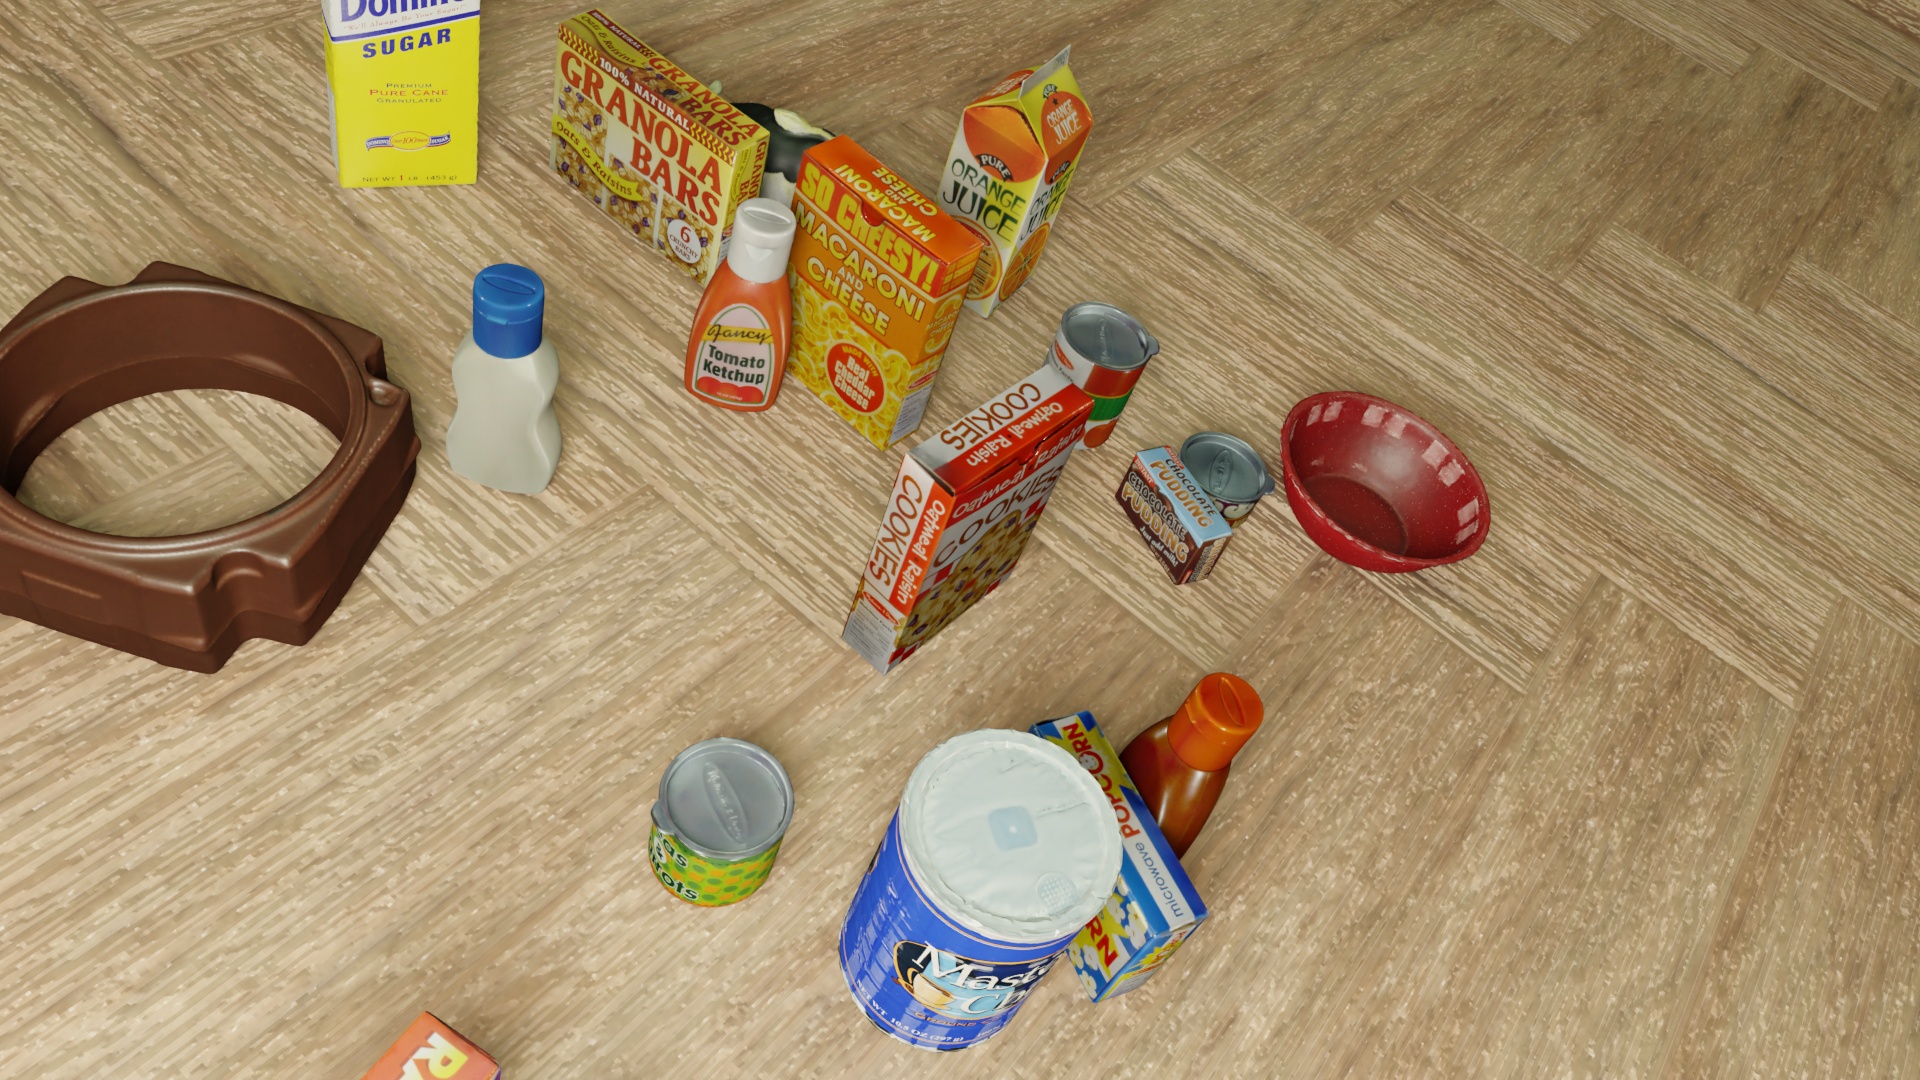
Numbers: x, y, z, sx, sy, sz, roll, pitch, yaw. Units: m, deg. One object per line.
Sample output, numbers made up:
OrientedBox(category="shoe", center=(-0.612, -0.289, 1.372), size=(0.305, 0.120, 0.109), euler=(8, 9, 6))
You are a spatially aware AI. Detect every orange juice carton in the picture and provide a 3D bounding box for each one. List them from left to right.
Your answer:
OrientedBox(category="orange juice carton", center=(0.034, -0.263, 1.005), size=(0.073, 0.191, 0.072), euler=(34, 48, 10))

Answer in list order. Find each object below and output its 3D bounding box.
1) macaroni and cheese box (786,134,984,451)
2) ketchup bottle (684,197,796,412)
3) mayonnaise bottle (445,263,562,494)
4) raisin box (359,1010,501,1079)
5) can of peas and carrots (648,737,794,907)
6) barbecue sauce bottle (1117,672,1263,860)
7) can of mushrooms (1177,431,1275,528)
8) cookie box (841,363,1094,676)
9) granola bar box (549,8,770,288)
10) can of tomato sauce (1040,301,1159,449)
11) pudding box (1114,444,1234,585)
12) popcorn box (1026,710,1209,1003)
OrientedBox(category="macaroni and cheese box", center=(-0.063, -0.156, 0.897), size=(0.124, 0.165, 0.040), euler=(41, 50, 15))
OrientedBox(category="ketchup bottle", center=(-0.134, -0.147, 0.876), size=(0.065, 0.148, 0.044), euler=(13, 48, -10))
OrientedBox(category="mayonnaise bottle", center=(-0.256, -0.089, 0.783), size=(0.065, 0.147, 0.041), euler=(16, 48, -7))
OrientedBox(category="raisin box", center=(-0.220, 0.245, 0.530), size=(0.040, 0.122, 0.086), euler=(33, 48, 9))
OrientedBox(category="can of peas and carrots", center=(-0.123, 0.143, 0.695), size=(0.071, 0.058, 0.071), euler=(10, 49, -12))
OrientedBox(category="barbecue sauce bottle", center=(0.112, 0.125, 0.735), size=(0.044, 0.147, 0.065), euler=(1, 51, -19))
OrientedBox(category="can of mushrooms", center=(0.182, -0.041, 0.978), size=(0.071, 0.033, 0.071), euler=(10, 49, -12))
OrientedBox(category="cookie box", center=(0.003, -0.010, 0.797), size=(0.040, 0.166, 0.123), euler=(41, 50, 16))
OrientedBox(category="granola bar box", center=(-0.213, -0.272, 0.970), size=(0.166, 0.123, 0.039), euler=(38, 49, 13))
OrientedBox(category="can of tomato sauce", center=(0.091, -0.114, 0.974), size=(0.071, 0.082, 0.071), euler=(10, 49, -12))
OrientedBox(category="pudding box", center=(0.143, -0.018, 0.933), size=(0.030, 0.049, 0.084), euler=(-13, 57, -29))
OrientedBox(category="popcorn box", center=(0.068, 0.165, 0.728), size=(0.038, 0.084, 0.127), euler=(-13, 57, -28))
